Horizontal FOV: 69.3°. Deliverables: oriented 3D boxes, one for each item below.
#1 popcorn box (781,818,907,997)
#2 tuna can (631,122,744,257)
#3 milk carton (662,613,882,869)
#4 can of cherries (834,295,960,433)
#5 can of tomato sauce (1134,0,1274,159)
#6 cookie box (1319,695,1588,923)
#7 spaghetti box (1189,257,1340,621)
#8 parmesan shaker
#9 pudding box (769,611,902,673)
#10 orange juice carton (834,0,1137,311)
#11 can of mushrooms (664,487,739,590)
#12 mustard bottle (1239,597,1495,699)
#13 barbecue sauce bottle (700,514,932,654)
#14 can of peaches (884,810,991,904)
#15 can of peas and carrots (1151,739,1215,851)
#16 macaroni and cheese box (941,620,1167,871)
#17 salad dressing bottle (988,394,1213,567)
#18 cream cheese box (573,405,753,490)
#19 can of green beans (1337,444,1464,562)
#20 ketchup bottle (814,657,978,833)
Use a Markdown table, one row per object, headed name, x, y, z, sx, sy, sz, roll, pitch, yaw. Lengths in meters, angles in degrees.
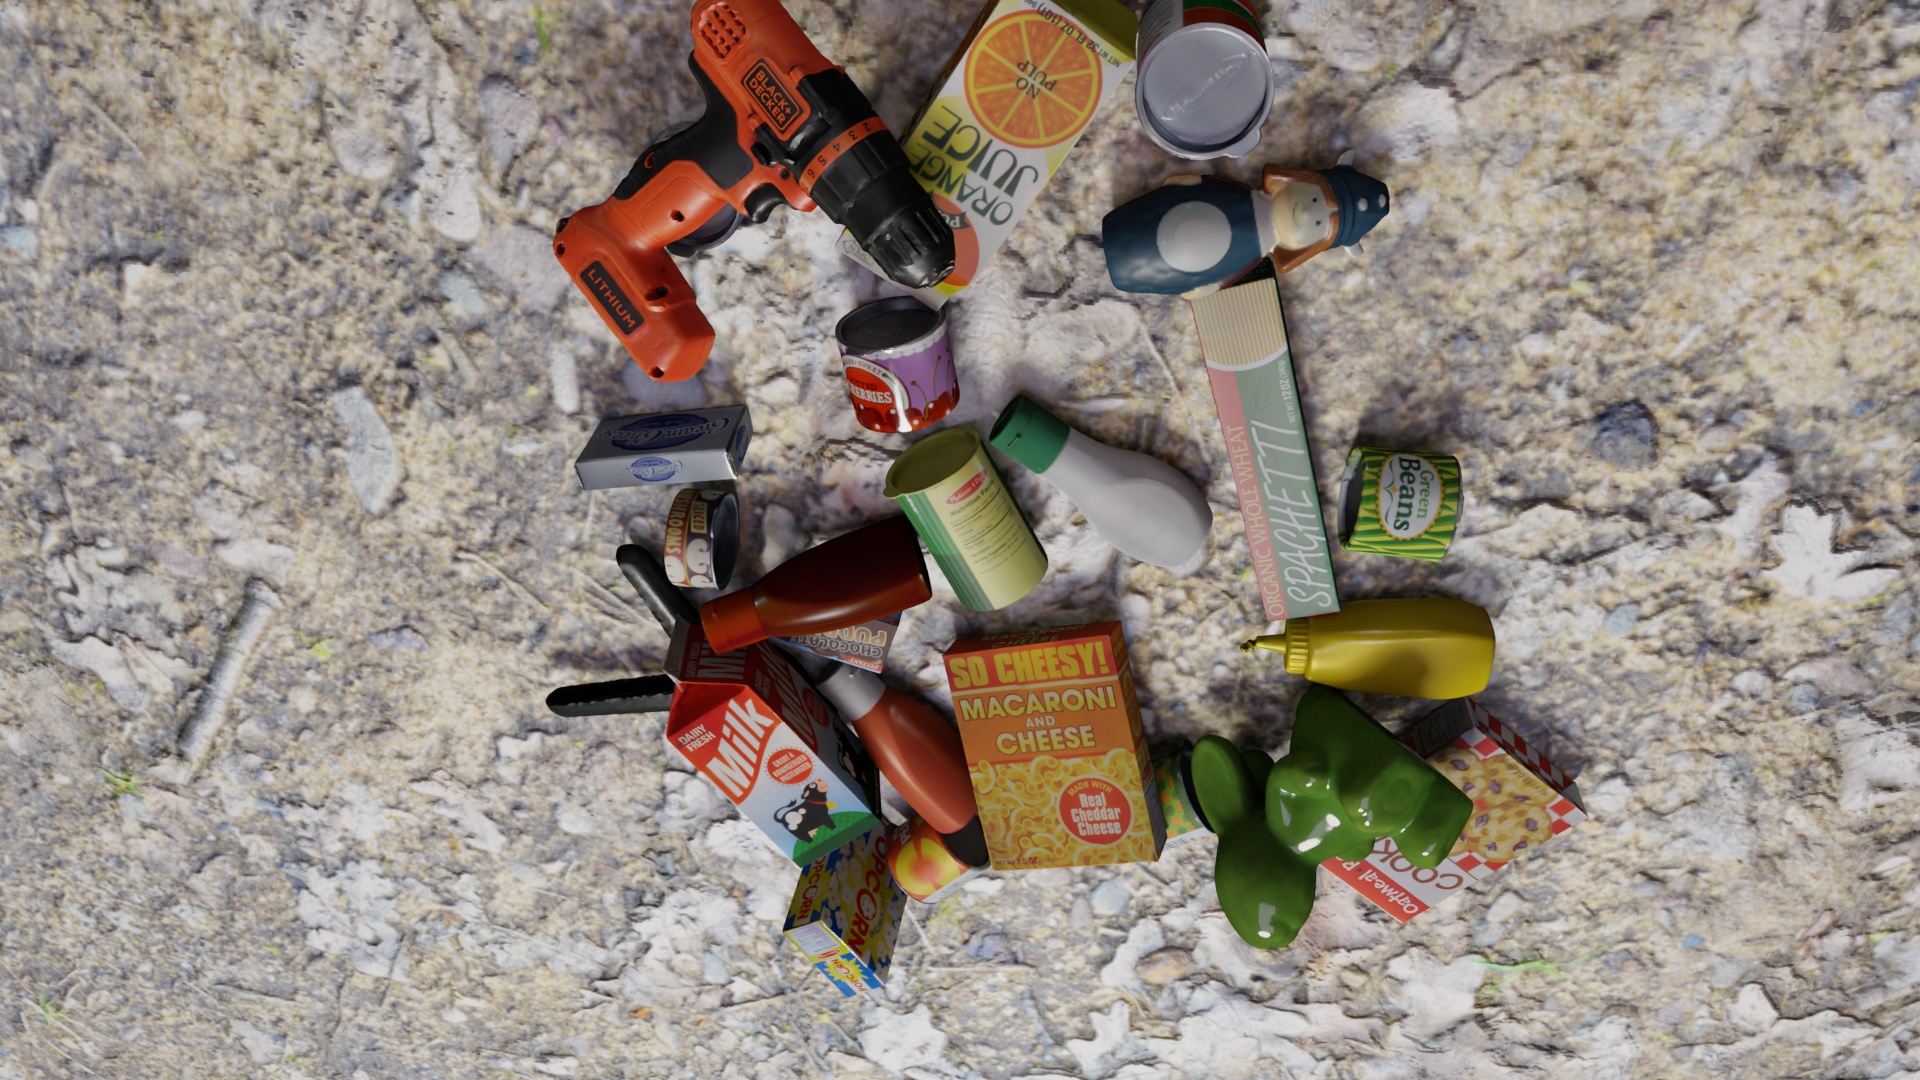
| name | x | y | z | sx | sy | sz | roll | pitch | yaw |
| --- | --- | --- | --- | --- | --- | --- | --- | --- | --- |
| popcorn box | -0.082 | 0.268 | 1.062 | 0.038 | 0.127 | 0.085 | -22 | 120 | 26 |
| tuna can | -0.153 | -0.200 | 0.793 | 0.071 | 0.033 | 0.070 | 4 | 126 | 5 |
| milk carton | -0.139 | 0.133 | 0.965 | 0.073 | 0.072 | 0.190 | -32 | 116 | 13 |
| can of cherries | -0.038 | -0.103 | 0.824 | 0.071 | 0.072 | 0.058 | -4 | 126 | 10 |
| can of tomato sauce | 0.123 | -0.237 | 0.698 | 0.071 | 0.083 | 0.070 | 4 | 126 | 5 |
| cookie box | 0.342 | 0.198 | 1.009 | 0.123 | 0.040 | 0.166 | 37 | 121 | -18 |
| spaghetti box | 0.190 | -0.053 | 0.856 | 0.050 | 0.029 | 0.249 | -11 | 123 | 16 |
| parmesan shaker | 0.003 | -0.011 | 0.886 | 0.071 | 0.072 | 0.102 | -19 | 122 | 20 |
| pudding box | -0.087 | 0.056 | 0.970 | 0.084 | 0.030 | 0.049 | 18 | 126 | -5 |
| orange juice carton | 0.009 | -0.209 | 0.740 | 0.072 | 0.073 | 0.191 | 31 | 124 | -14 |
| can of mushrooms | -0.170 | -0.002 | 0.916 | 0.033 | 0.071 | 0.070 | 6 | 126 | 5 |
| mustard bottle | 0.267 | 0.069 | 0.921 | 0.160 | 0.049 | 0.065 | 2 | 126 | 7 |
| barbecue sauce bottle | -0.096 | 0.034 | 0.914 | 0.148 | 0.065 | 0.043 | -19 | 138 | 2 |
| can of peaches | -0.017 | 0.235 | 1.068 | 0.071 | 0.071 | 0.058 | 39 | 122 | -19 |
| can of peas and carrots | 0.150 | 0.188 | 1.013 | 0.058 | 0.071 | 0.070 | -26 | 118 | 24 |
| macaroni and cheese box | 0.066 | 0.144 | 0.969 | 0.123 | 0.040 | 0.166 | -9 | 102 | 20 |
| salad dressing bottle | 0.088 | -0.038 | 0.872 | 0.147 | 0.044 | 0.064 | 32 | 125 | -14 |
| cream cheese box | -0.188 | -0.059 | 0.887 | 0.104 | 0.054 | 0.024 | -4 | 127 | 10 |
| can of green beans | 0.265 | -0.023 | 0.844 | 0.058 | 0.071 | 0.071 | 7 | 126 | 3 |
| ketchup bottle | -0.042 | 0.142 | 1.009 | 0.148 | 0.065 | 0.043 | 46 | 139 | -13 |
